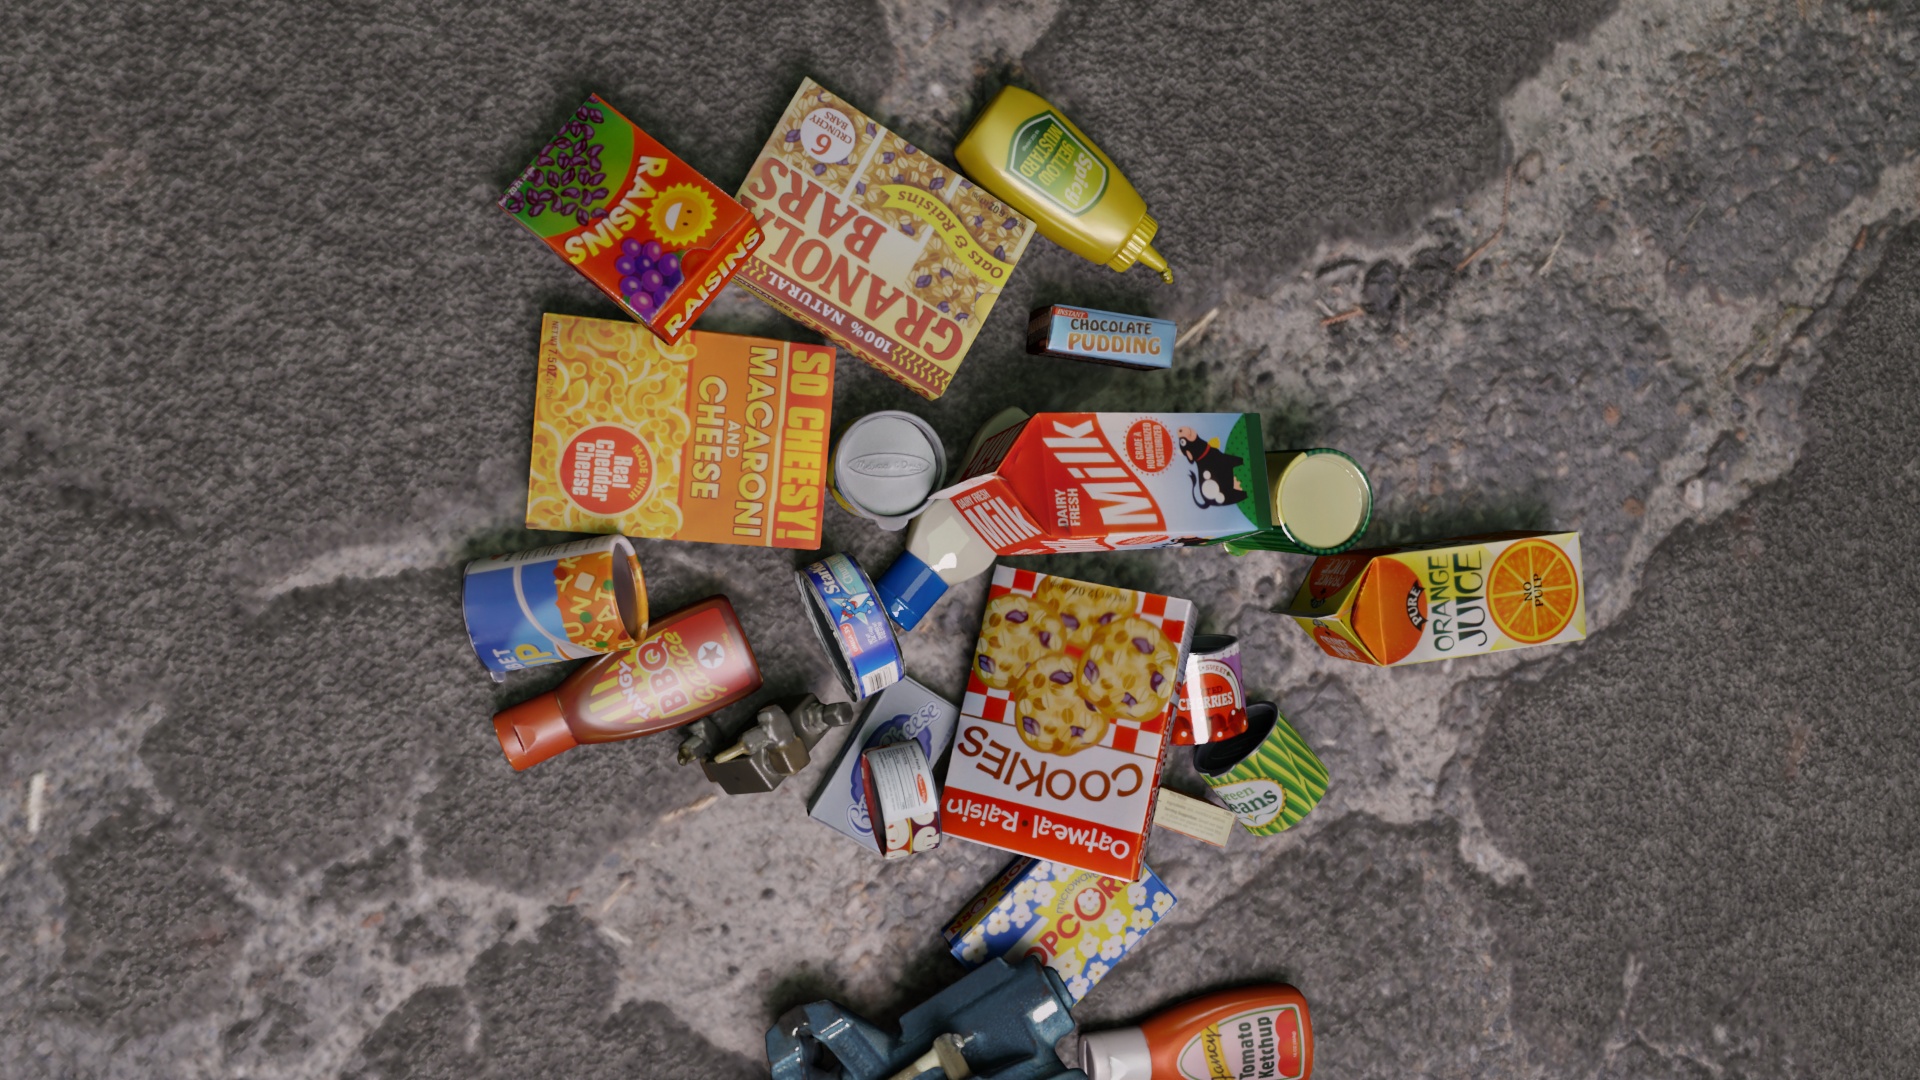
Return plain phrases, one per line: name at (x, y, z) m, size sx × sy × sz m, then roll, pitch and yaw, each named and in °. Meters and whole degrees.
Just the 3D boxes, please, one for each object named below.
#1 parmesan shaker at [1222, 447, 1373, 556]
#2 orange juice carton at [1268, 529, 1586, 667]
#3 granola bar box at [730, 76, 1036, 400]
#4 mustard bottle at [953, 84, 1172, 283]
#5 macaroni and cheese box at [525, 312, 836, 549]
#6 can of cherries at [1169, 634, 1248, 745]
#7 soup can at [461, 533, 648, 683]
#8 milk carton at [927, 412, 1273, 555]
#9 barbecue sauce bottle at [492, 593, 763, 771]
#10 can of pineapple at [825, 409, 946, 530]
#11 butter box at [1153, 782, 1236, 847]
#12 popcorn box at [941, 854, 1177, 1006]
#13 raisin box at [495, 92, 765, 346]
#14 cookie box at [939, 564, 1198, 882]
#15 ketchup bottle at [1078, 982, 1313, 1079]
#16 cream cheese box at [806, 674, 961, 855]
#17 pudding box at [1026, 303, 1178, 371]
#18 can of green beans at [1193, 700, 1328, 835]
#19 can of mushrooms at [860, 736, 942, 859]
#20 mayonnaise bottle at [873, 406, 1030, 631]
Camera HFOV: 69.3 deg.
parmesan shaker at (0.204, -0.022, 0.871) m, size 0.071 × 0.103 × 0.071 m, roll -1°, pitch 92°, yaw -14°
orange juice carton at (0.305, 0.038, 0.914) m, size 0.193 × 0.072 × 0.073 m, roll -6°, pitch 93°, yaw -14°
granola bar box at (-0.055, -0.179, 0.837) m, size 0.165 × 0.039 × 0.124 m, roll 30°, pitch 85°, yaw -12°
mustard bottle at (0.074, -0.212, 0.862) m, size 0.160 × 0.049 × 0.065 m, roll 35°, pitch 83°, yaw -12°
macaroni and cheese box at (-0.162, -0.062, 0.814) m, size 0.167 × 0.040 × 0.123 m, roll 5°, pitch 90°, yaw -13°
can of cherries at (0.146, 0.094, 0.877) m, size 0.071 × 0.071 × 0.058 m, roll -9°, pitch 94°, yaw -13°
soup can at (-0.225, 0.038, 0.778) m, size 0.084 × 0.071 × 0.071 m, roll -10°, pitch 94°, yaw 3°
milk carton at (0.081, -0.033, 0.811) m, size 0.191 × 0.072 × 0.073 m, roll -2°, pitch 82°, yaw -23°
barbecue sauce bottle at (-0.194, 0.087, 0.809) m, size 0.149 × 0.043 × 0.065 m, roll -23°, pitch 93°, yaw -12°
can of pineapple at (-0.047, -0.043, 0.833) m, size 0.071 × 0.058 × 0.071 m, roll 0°, pitch 92°, yaw -13°
butter box at (0.118, 0.164, 0.882) m, size 0.103 × 0.053 × 0.024 m, roll 21°, pitch 86°, yaw -14°
popcorn box at (0.062, 0.237, 0.878) m, size 0.127 × 0.038 × 0.085 m, roll -43°, pitch 101°, yaw -9°
raisin box at (-0.184, -0.181, 0.782) m, size 0.123 × 0.040 × 0.086 m, roll 39°, pitch 83°, yaw 12°
cookie box at (0.064, 0.109, 0.836) m, size 0.123 × 0.040 × 0.167 m, roll 10°, pitch 80°, yaw 18°
ketchup bottle at (0.152, 0.328, 0.900) m, size 0.149 × 0.043 × 0.064 m, roll -3°, pitch 91°, yaw -13°
cream cheese box at (-0.046, 0.136, 0.856) m, size 0.053 × 0.024 × 0.104 m, roll 32°, pitch 84°, yaw -12°
pudding box at (0.088, -0.126, 0.868) m, size 0.084 × 0.049 × 0.030 m, roll 6°, pitch 92°, yaw -14°
can of green beans at (0.193, 0.147, 0.893) m, size 0.071 × 0.071 × 0.057 m, roll -42°, pitch 101°, yaw -9°
can of mushrooms at (-0.035, 0.152, 0.813) m, size 0.033 × 0.071 × 0.071 m, roll -11°, pitch 94°, yaw -14°
mayonnaise bottle at (0.003, -0.011, 0.856) m, size 0.064 × 0.041 × 0.148 m, roll 42°, pitch 83°, yaw -9°
